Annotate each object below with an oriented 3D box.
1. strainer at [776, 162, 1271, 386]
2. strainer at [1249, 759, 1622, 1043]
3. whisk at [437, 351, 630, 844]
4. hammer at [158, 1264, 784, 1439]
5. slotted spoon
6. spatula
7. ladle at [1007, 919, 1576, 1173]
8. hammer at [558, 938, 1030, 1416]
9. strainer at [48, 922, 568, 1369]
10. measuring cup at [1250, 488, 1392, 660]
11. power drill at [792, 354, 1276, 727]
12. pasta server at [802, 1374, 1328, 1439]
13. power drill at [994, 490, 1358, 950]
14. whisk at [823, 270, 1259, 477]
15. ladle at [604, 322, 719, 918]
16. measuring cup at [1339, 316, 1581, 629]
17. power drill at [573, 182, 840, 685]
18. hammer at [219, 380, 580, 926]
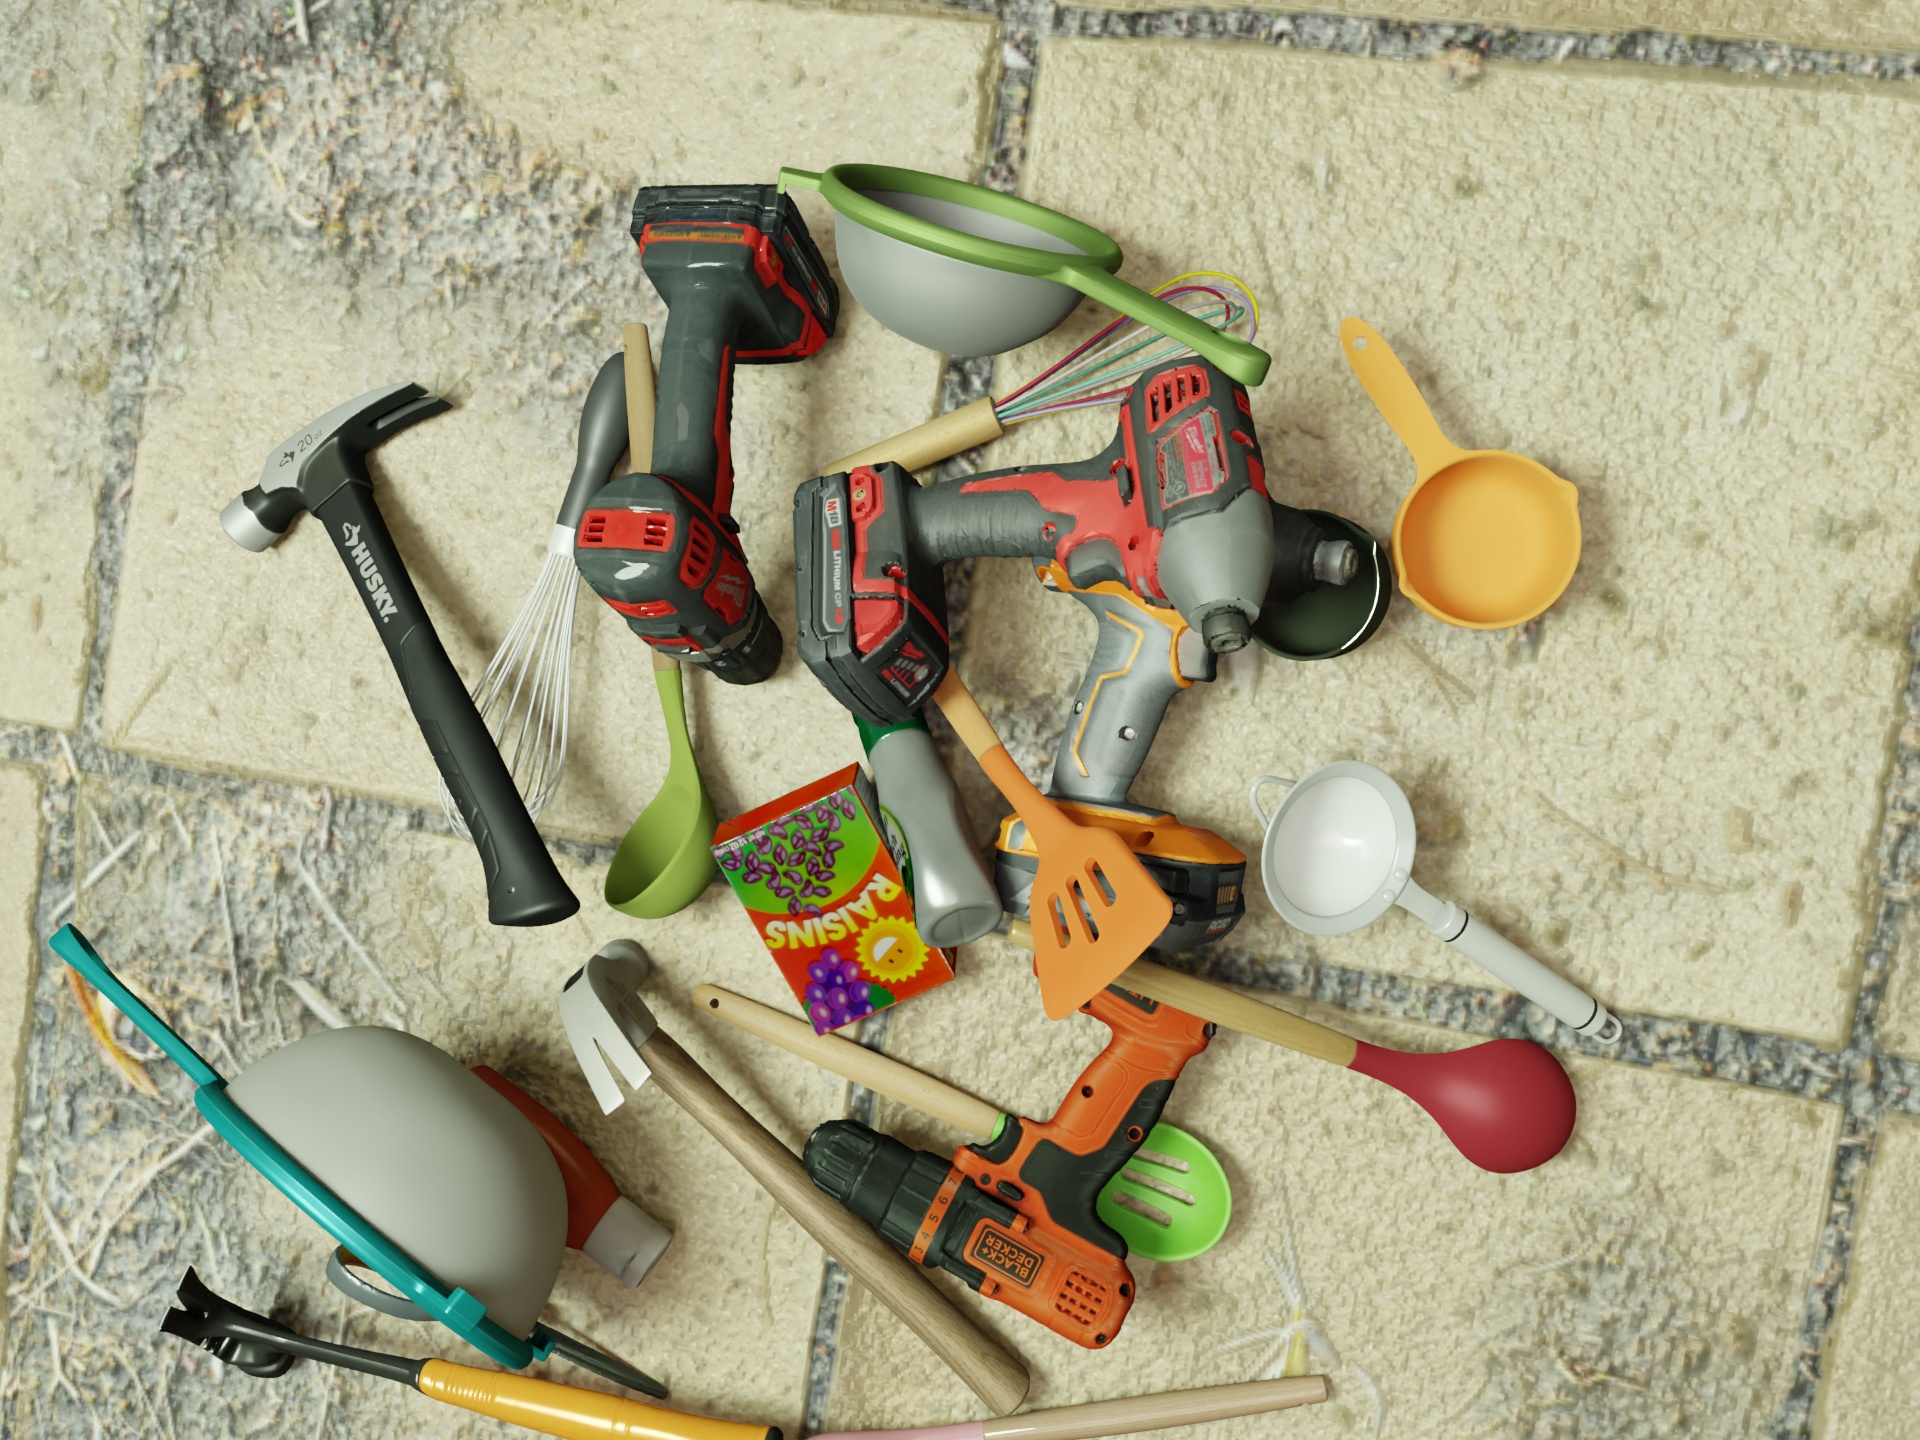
[{"bbox_3d":[0.035,-0.192,0.751,0.257,0.151,0.069,37,123,32],"label":"strainer"},{"bbox_3d":[0.234,0.096,0.789,0.258,0.050,0.087,33,87,-14],"label":"strainer"},{"bbox_3d":[-0.224,-0.067,0.879,0.070,0.070,0.284,17,90,8],"label":"whisk"},{"bbox_3d":[-0.261,0.362,0.865,0.337,0.127,0.034,9,57,9],"label":"hammer"},{"bbox_3d":[-0.004,0.208,0.865,0.314,0.031,0.070,21,88,10],"label":"slotted spoon"},{"bbox_3d":[-0.001,-0.003,0.790,0.081,0.041,0.323,-45,61,21],"label":"spatula"},{"bbox_3d":[0.171,0.156,0.794,0.315,0.031,0.069,20,85,-6],"label":"ladle"},{"bbox_3d":[-0.087,0.250,0.847,0.331,0.130,0.031,45,95,-3],"label":"hammer"},{"bbox_3d":[-0.320,0.185,0.815,0.340,0.210,0.095,36,67,14],"label":"strainer"},{"bbox_3d":[0.162,-0.106,0.823,0.083,0.038,0.168,-36,70,28],"label":"measuring cup"},{"bbox_3d":[0.037,-0.076,0.742,0.219,0.078,0.143,-15,61,17],"label":"power drill"},{"bbox_3d":[0.041,0.391,0.860,0.316,0.060,0.040,-11,54,7],"label":"pasta server"},{"bbox_3d":[0.104,-0.006,0.793,0.164,0.084,0.226,9,93,31],"label":"power drill"},{"bbox_3d":[0.038,-0.173,0.837,0.245,0.051,0.047,-20,123,14],"label":"whisk"},{"bbox_3d":[-0.172,-0.053,0.857,0.062,0.078,0.320,-7,94,-34],"label":"ladle"},{"bbox_3d":[0.239,-0.125,0.802,0.095,0.052,0.173,-32,85,9],"label":"measuring cup"},{"bbox_3d":[-0.121,-0.136,0.815,0.080,0.187,0.227,4,74,13],"label":"power drill"},{"bbox_3d":[-0.282,-0.033,0.844,0.146,0.035,0.335,-37,68,11],"label":"hammer"}]
